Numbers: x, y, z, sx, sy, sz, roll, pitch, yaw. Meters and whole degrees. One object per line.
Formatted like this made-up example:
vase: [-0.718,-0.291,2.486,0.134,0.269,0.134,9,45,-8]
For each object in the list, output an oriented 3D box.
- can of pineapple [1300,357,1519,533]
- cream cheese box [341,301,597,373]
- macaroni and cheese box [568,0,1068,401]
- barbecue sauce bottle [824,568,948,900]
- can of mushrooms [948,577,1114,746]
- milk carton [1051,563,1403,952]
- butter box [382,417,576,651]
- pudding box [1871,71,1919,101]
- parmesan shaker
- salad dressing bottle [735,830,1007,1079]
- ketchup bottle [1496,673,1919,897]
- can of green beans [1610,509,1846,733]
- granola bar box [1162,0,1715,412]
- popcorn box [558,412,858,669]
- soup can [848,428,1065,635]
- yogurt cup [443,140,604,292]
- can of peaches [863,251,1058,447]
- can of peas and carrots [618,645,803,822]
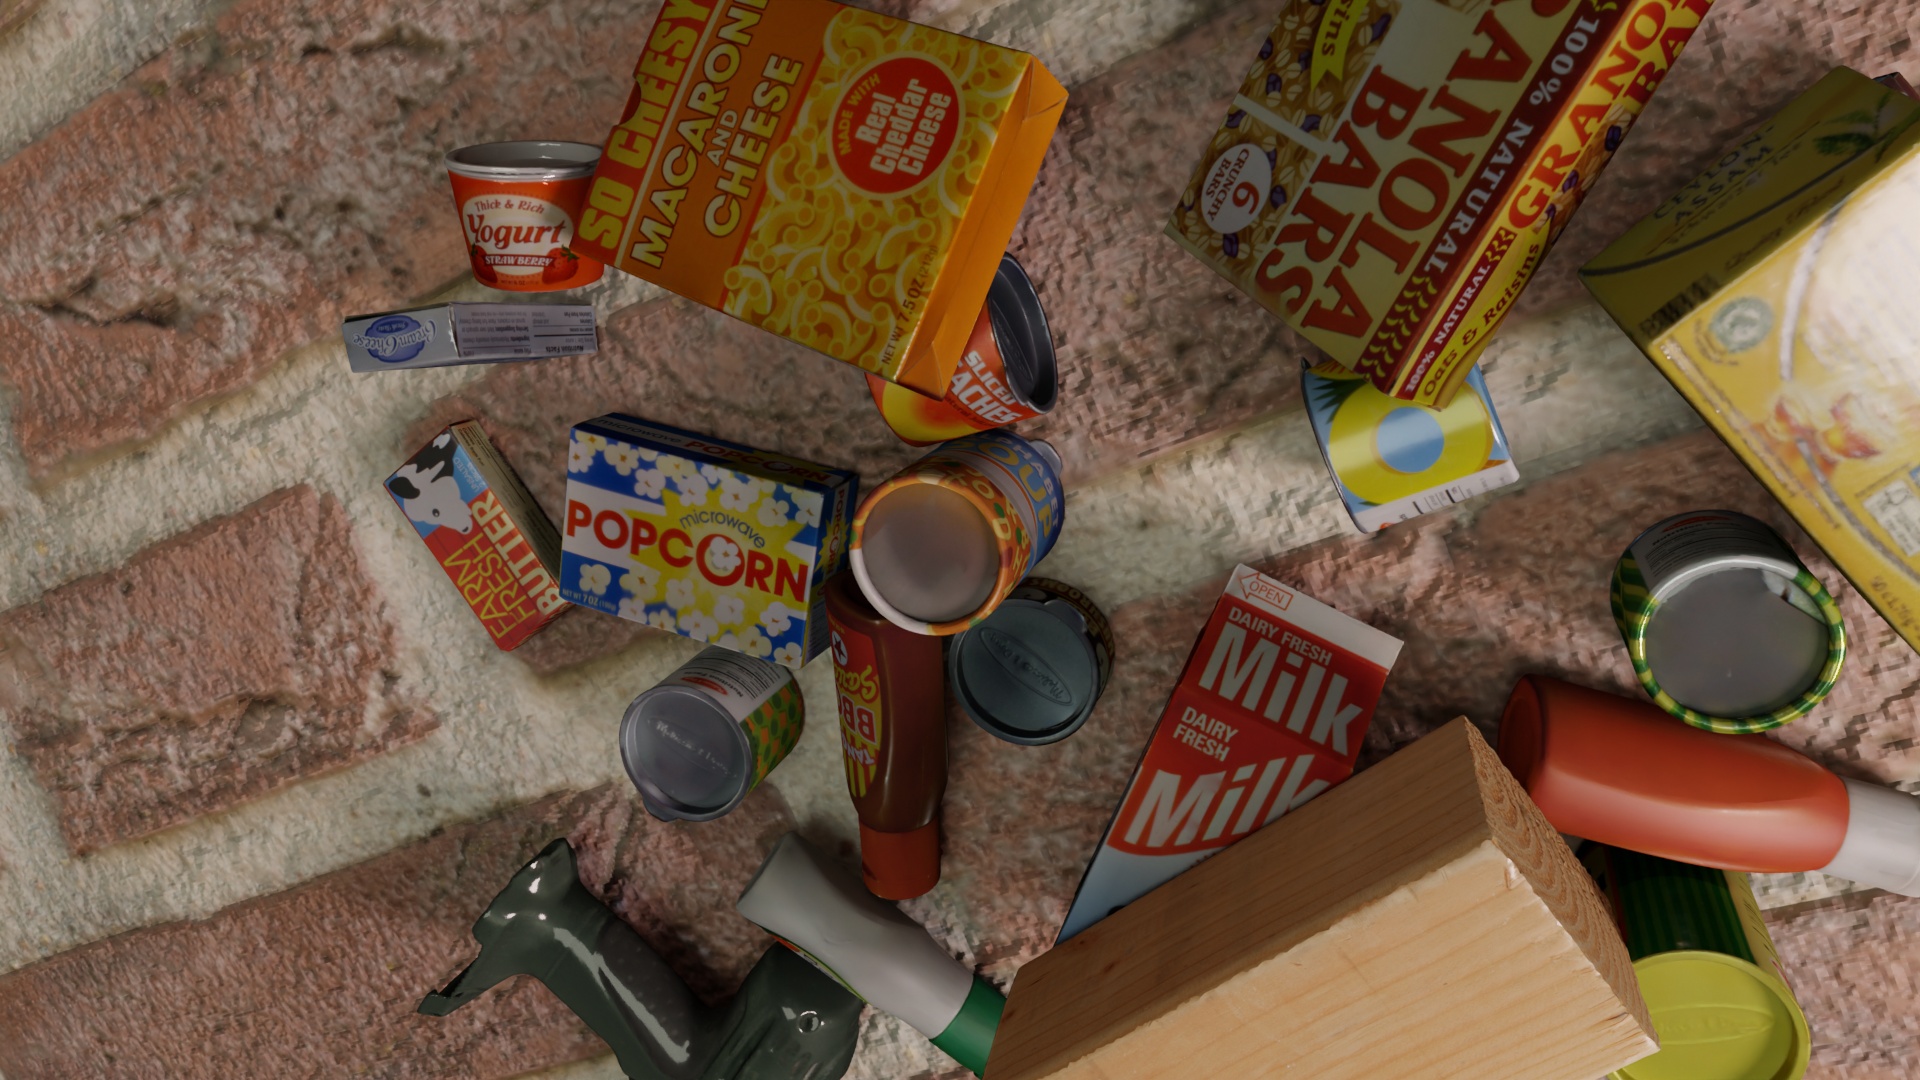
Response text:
can of pineapple: [0.163,-0.044,0.506,0.058,0.071,0.071,-21,98,23]
cream cheese box: [-0.207,-0.088,0.597,0.053,0.104,0.024,-4,98,18]
macaroni and cheese box: [-0.059,-0.140,0.527,0.166,0.040,0.123,24,94,26]
barbecue sauce bottle: [-0.030,0.088,0.615,0.065,0.044,0.148,35,134,55]
can of mushrooms: [0.032,0.050,0.594,0.071,0.033,0.070,5,107,18]
milk carton: [0.105,0.105,0.564,0.072,0.074,0.189,26,112,9]
butter box: [-0.228,-0.002,0.672,0.053,0.024,0.103,-33,93,23]
pudding box: [0.285,-0.109,0.465,0.083,0.030,0.049,-40,89,24]
parmesan shaker: [0.262,0.155,0.509,0.071,0.103,0.071,5,107,18]
salad dressing bottle: [-0.033,0.196,0.647,0.147,0.064,0.044,37,80,-3]
ketchup bottle: [0.279,0.093,0.511,0.149,0.065,0.043,14,123,6]
can of green beans: [0.271,0.028,0.494,0.071,0.058,0.071,5,107,17]
granola bar box: [0.152,-0.145,0.459,0.124,0.039,0.164,49,121,42]
popcorn box: [-0.116,-0.001,0.627,0.127,0.038,0.085,15,109,14]
soup can: [0.002,-0.007,0.561,0.071,0.084,0.071,5,107,17]
yogurt cup: [-0.183,-0.139,0.597,0.072,0.073,0.053,10,117,16]
can of peaches: [-0.001,-0.073,0.550,0.058,0.071,0.071,-14,101,23]
can of peas and carrots: [-0.114,0.089,0.641,0.071,0.059,0.070,6,108,18]
